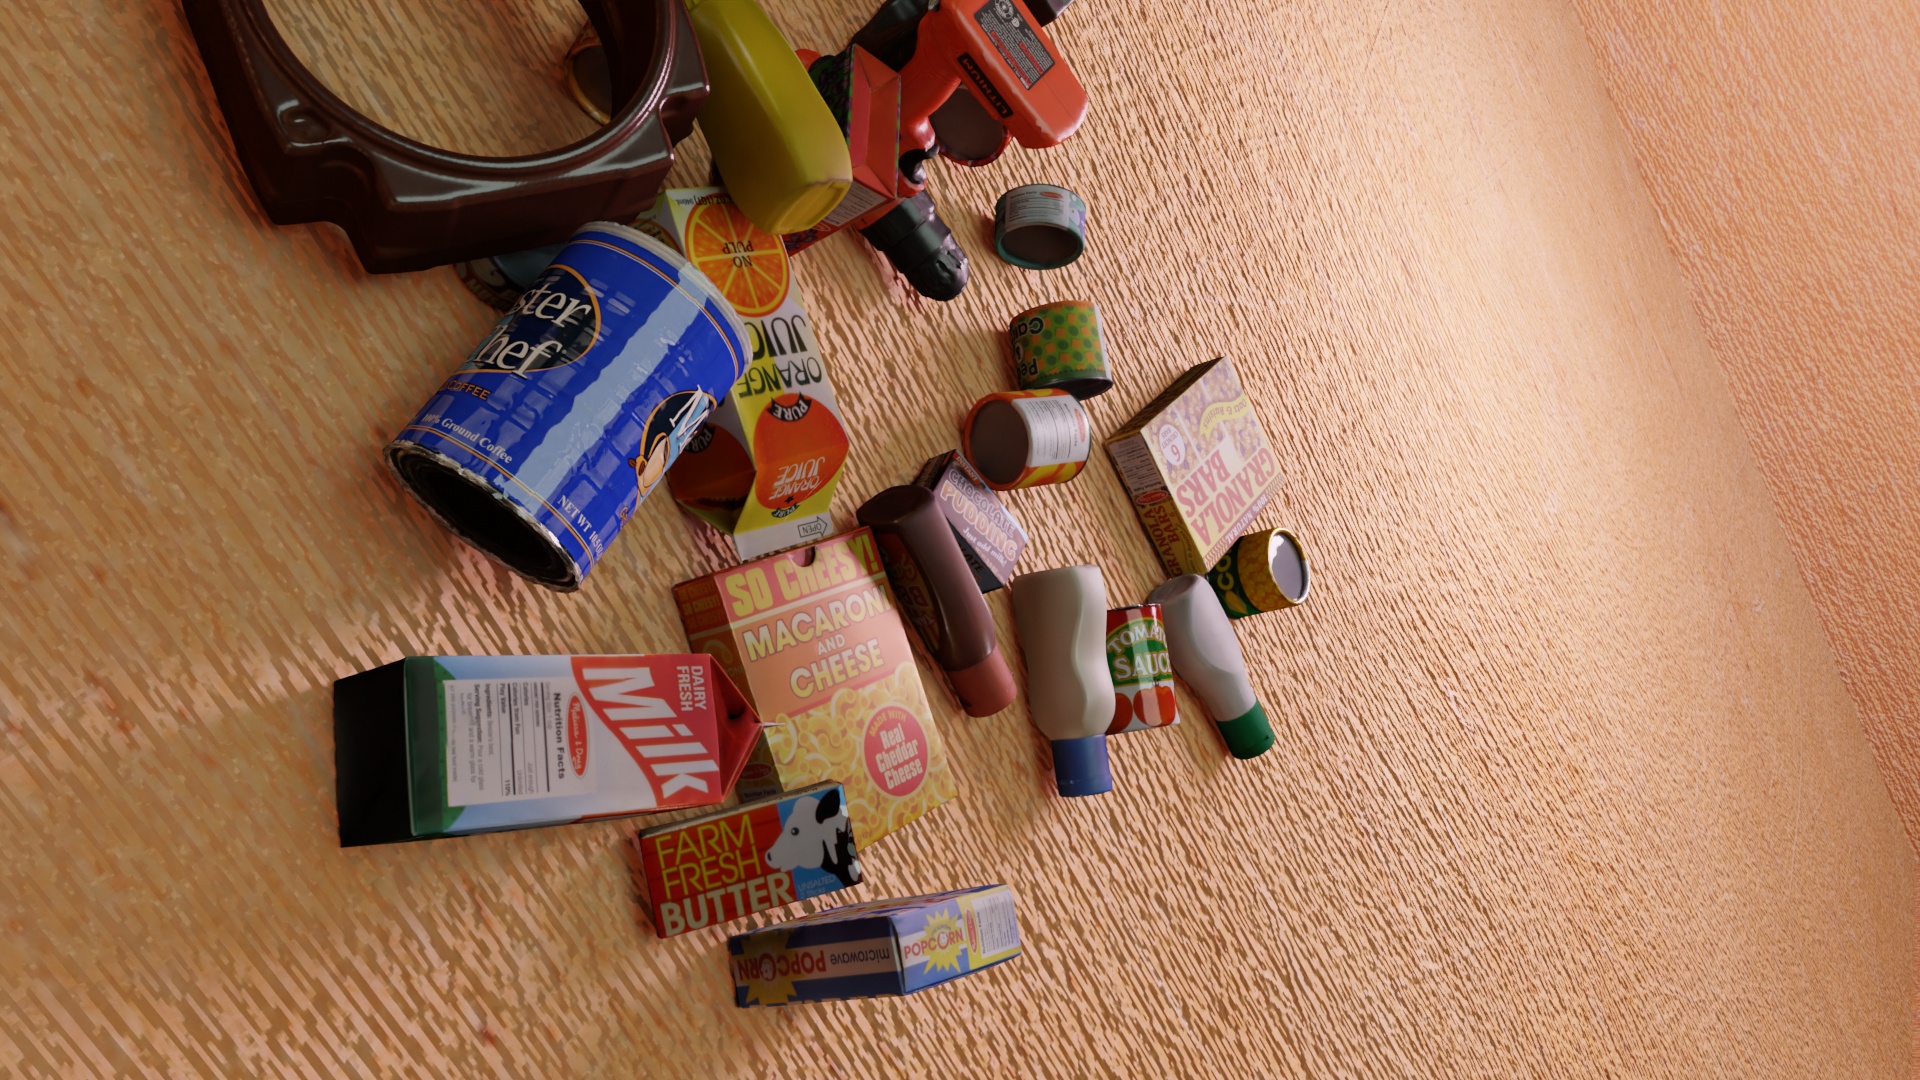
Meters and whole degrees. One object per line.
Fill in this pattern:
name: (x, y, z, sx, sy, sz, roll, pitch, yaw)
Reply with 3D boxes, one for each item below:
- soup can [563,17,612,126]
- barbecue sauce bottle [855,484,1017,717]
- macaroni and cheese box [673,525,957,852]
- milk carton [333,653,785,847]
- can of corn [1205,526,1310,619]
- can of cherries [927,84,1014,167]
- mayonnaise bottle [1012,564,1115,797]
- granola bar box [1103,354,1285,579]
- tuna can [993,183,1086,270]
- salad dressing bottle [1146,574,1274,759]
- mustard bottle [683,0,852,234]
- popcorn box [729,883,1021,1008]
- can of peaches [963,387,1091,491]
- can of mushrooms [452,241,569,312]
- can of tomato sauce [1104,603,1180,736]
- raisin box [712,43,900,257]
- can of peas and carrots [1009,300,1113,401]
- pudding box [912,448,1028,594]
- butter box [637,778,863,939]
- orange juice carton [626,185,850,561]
soup can: (-0.175, -0.275, 0.766, 0.071, 0.071, 0.084, 39, 52, -32)
barbecue sauce bottle: (-0.010, 0.039, 0.843, 0.044, 0.065, 0.148, -35, 114, -21)
macaroni and cheese box: (-0.076, 0.086, 0.768, 0.124, 0.040, 0.166, -19, 92, -49)
milk carton: (-0.175, 0.092, 0.635, 0.191, 0.072, 0.073, 4, 74, -46)
can of corn: (0.238, 0.025, 1.117, 0.071, 0.058, 0.071, 19, 64, -43)
can of cherries: (0.014, -0.304, 0.980, 0.071, 0.071, 0.059, 50, 47, -24)
mayonnaise bottle: (0.072, 0.092, 0.914, 0.041, 0.064, 0.148, -3, 83, -45)
granola bar box: (0.190, -0.060, 1.108, 0.166, 0.039, 0.124, -39, 106, -47)
tuna can: (0.057, -0.223, 1.001, 0.071, 0.071, 0.033, 22, 63, -41)
salad dressing bottle: (0.193, 0.098, 1.056, 0.064, 0.044, 0.147, -45, 112, -47)
mustard bottle: (-0.112, -0.240, 0.722, 0.049, 0.065, 0.160, -18, 79, -45)
popcorn box: (-0.044, 0.204, 0.699, 0.085, 0.126, 0.038, -1, 75, -48)
can of peaches: (0.043, -0.067, 0.929, 0.058, 0.071, 0.071, -10, 85, -43)
can of mushrooms: (-0.220, -0.147, 0.696, 0.071, 0.033, 0.071, 19, 63, -43)
can of tomato sauce: (0.112, 0.089, 0.949, 0.071, 0.071, 0.083, 0, 78, -48)
raisin box: (-0.091, -0.213, 0.790, 0.040, 0.123, 0.086, 20, 63, -43)
can of peas and carrots: (0.068, -0.131, 0.981, 0.071, 0.071, 0.059, 2, 76, -47)
pudding box: (0.003, -0.011, 0.895, 0.083, 0.030, 0.050, 51, 45, -23)
butter box: (-0.104, 0.157, 0.690, 0.104, 0.024, 0.053, -12, 88, -18)
orange juice carton: (-0.123, -0.087, 0.750, 0.072, 0.073, 0.192, -20, 93, -49)
